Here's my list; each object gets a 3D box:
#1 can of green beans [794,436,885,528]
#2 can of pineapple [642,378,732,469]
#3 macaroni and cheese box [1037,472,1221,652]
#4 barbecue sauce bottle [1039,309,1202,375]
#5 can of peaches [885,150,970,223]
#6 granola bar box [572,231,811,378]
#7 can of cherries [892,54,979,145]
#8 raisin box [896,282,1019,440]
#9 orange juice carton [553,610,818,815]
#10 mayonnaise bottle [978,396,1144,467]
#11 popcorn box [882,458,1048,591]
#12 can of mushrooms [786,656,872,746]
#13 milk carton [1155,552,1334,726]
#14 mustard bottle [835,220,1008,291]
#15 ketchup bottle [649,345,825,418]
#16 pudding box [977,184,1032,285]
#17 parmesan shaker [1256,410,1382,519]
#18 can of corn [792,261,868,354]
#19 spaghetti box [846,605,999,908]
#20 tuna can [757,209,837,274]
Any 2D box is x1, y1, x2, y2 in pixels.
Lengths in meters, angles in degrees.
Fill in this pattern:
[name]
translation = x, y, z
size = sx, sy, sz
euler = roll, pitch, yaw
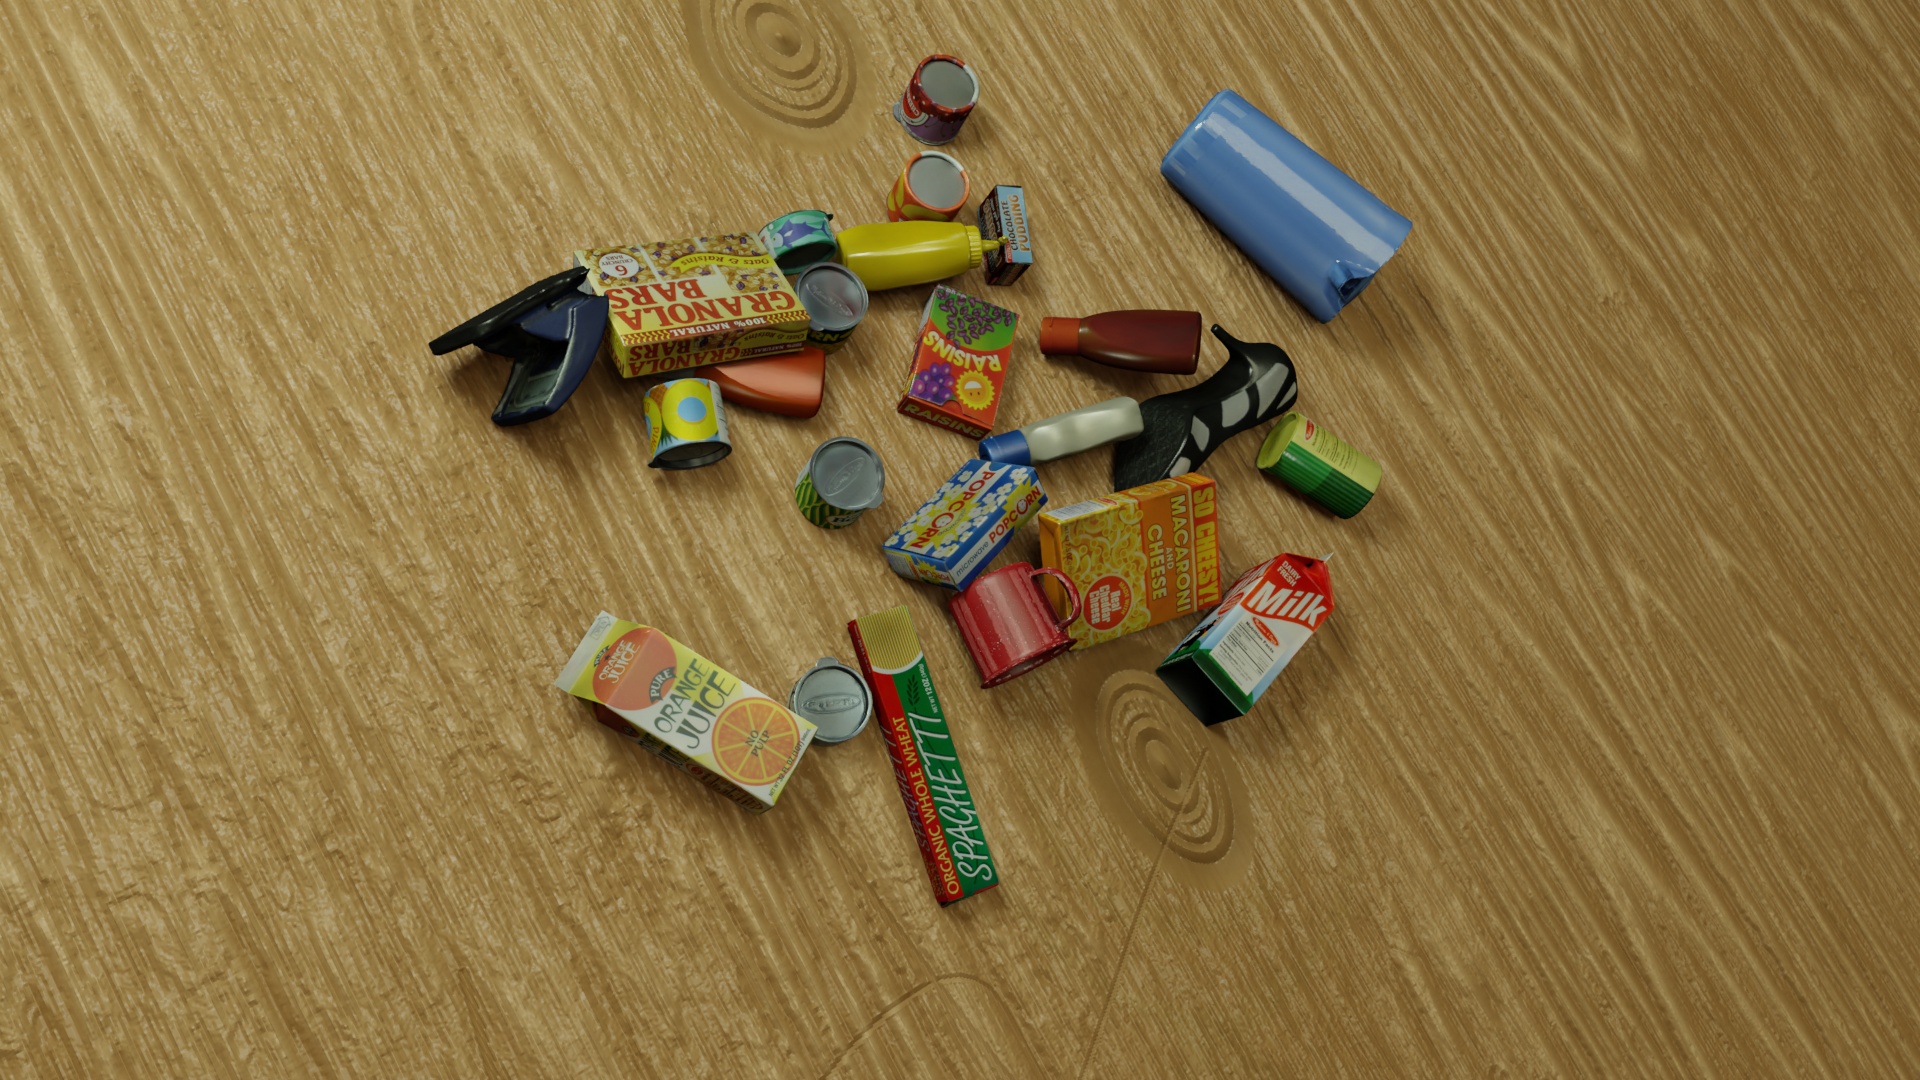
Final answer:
[can of green beans]
translation = -0.104, -0.049, 1.194
size = 0.071, 0.057, 0.071
euler = 6, 71, -19
[can of pineapple]
translation = -0.230, -0.096, 1.158
size = 0.071, 0.070, 0.058
euler = -8, 76, -23
[macaroni and cheese box]
translation = 0.154, 0.017, 1.249
size = 0.167, 0.040, 0.123
euler = -15, 111, -25
[barbecue sauce bottle]
translation = 0.150, -0.190, 1.309
size = 0.148, 0.043, 0.065
euler = 5, 55, 13
[can of peaches]
translation = -0.031, -0.323, 1.311
size = 0.071, 0.058, 0.071
euler = 7, 70, -19
[granola bar box]
translation = -0.228, -0.202, 1.176
size = 0.166, 0.038, 0.124
euler = -14, 55, -30
[can of cherries]
translation = -0.024, -0.428, 1.348
size = 0.071, 0.058, 0.071
euler = 6, 71, -19
[raisin box]
translation = -0.001, -0.164, 1.281
size = 0.086, 0.040, 0.124
euler = 20, 68, -15
[orange juice carton]
translation = -0.215, 0.133, 1.084
size = 0.192, 0.072, 0.072
euler = 33, 65, -7
[mayonnaise bottle]
translation = 0.091, -0.095, 1.281
size = 0.148, 0.065, 0.041
euler = -18, 96, -14
[popcorn box]
translation = 0.004, -0.015, 1.206
size = 0.127, 0.085, 0.038
euler = -46, 124, -26
[can of mushrooms]
translation = -0.109, 0.134, 1.146
size = 0.071, 0.033, 0.071
euler = 6, 71, -18
[milk carton]
translation = 0.275, 0.079, 1.287
size = 0.073, 0.072, 0.191
euler = 48, 64, -2
[mustard bottle]
translation = -0.032, -0.265, 1.279
size = 0.160, 0.048, 0.065
euler = -8, 41, -12
[ketchup bottle]
translation = -0.193, -0.148, 1.201
size = 0.149, 0.043, 0.065
euler = 9, 64, -18
[pudding box]
translation = 0.042, -0.293, 1.334
size = 0.030, 0.049, 0.084
euler = 0, 74, -22
[parmesan shaker]
translation = 0.353, -0.071, 1.367
size = 0.103, 0.071, 0.071
euler = 31, 65, -9
[can of corn]
translation = -0.123, -0.203, 1.237
size = 0.071, 0.058, 0.071
euler = 6, 71, -19
[spaghetti box]
translation = -0.032, 0.178, 1.163
size = 0.050, 0.028, 0.250
euler = -15, 78, -23
[tuna can]
translation = -0.143, -0.268, 1.246
size = 0.071, 0.071, 0.033
euler = -16, 81, -24
